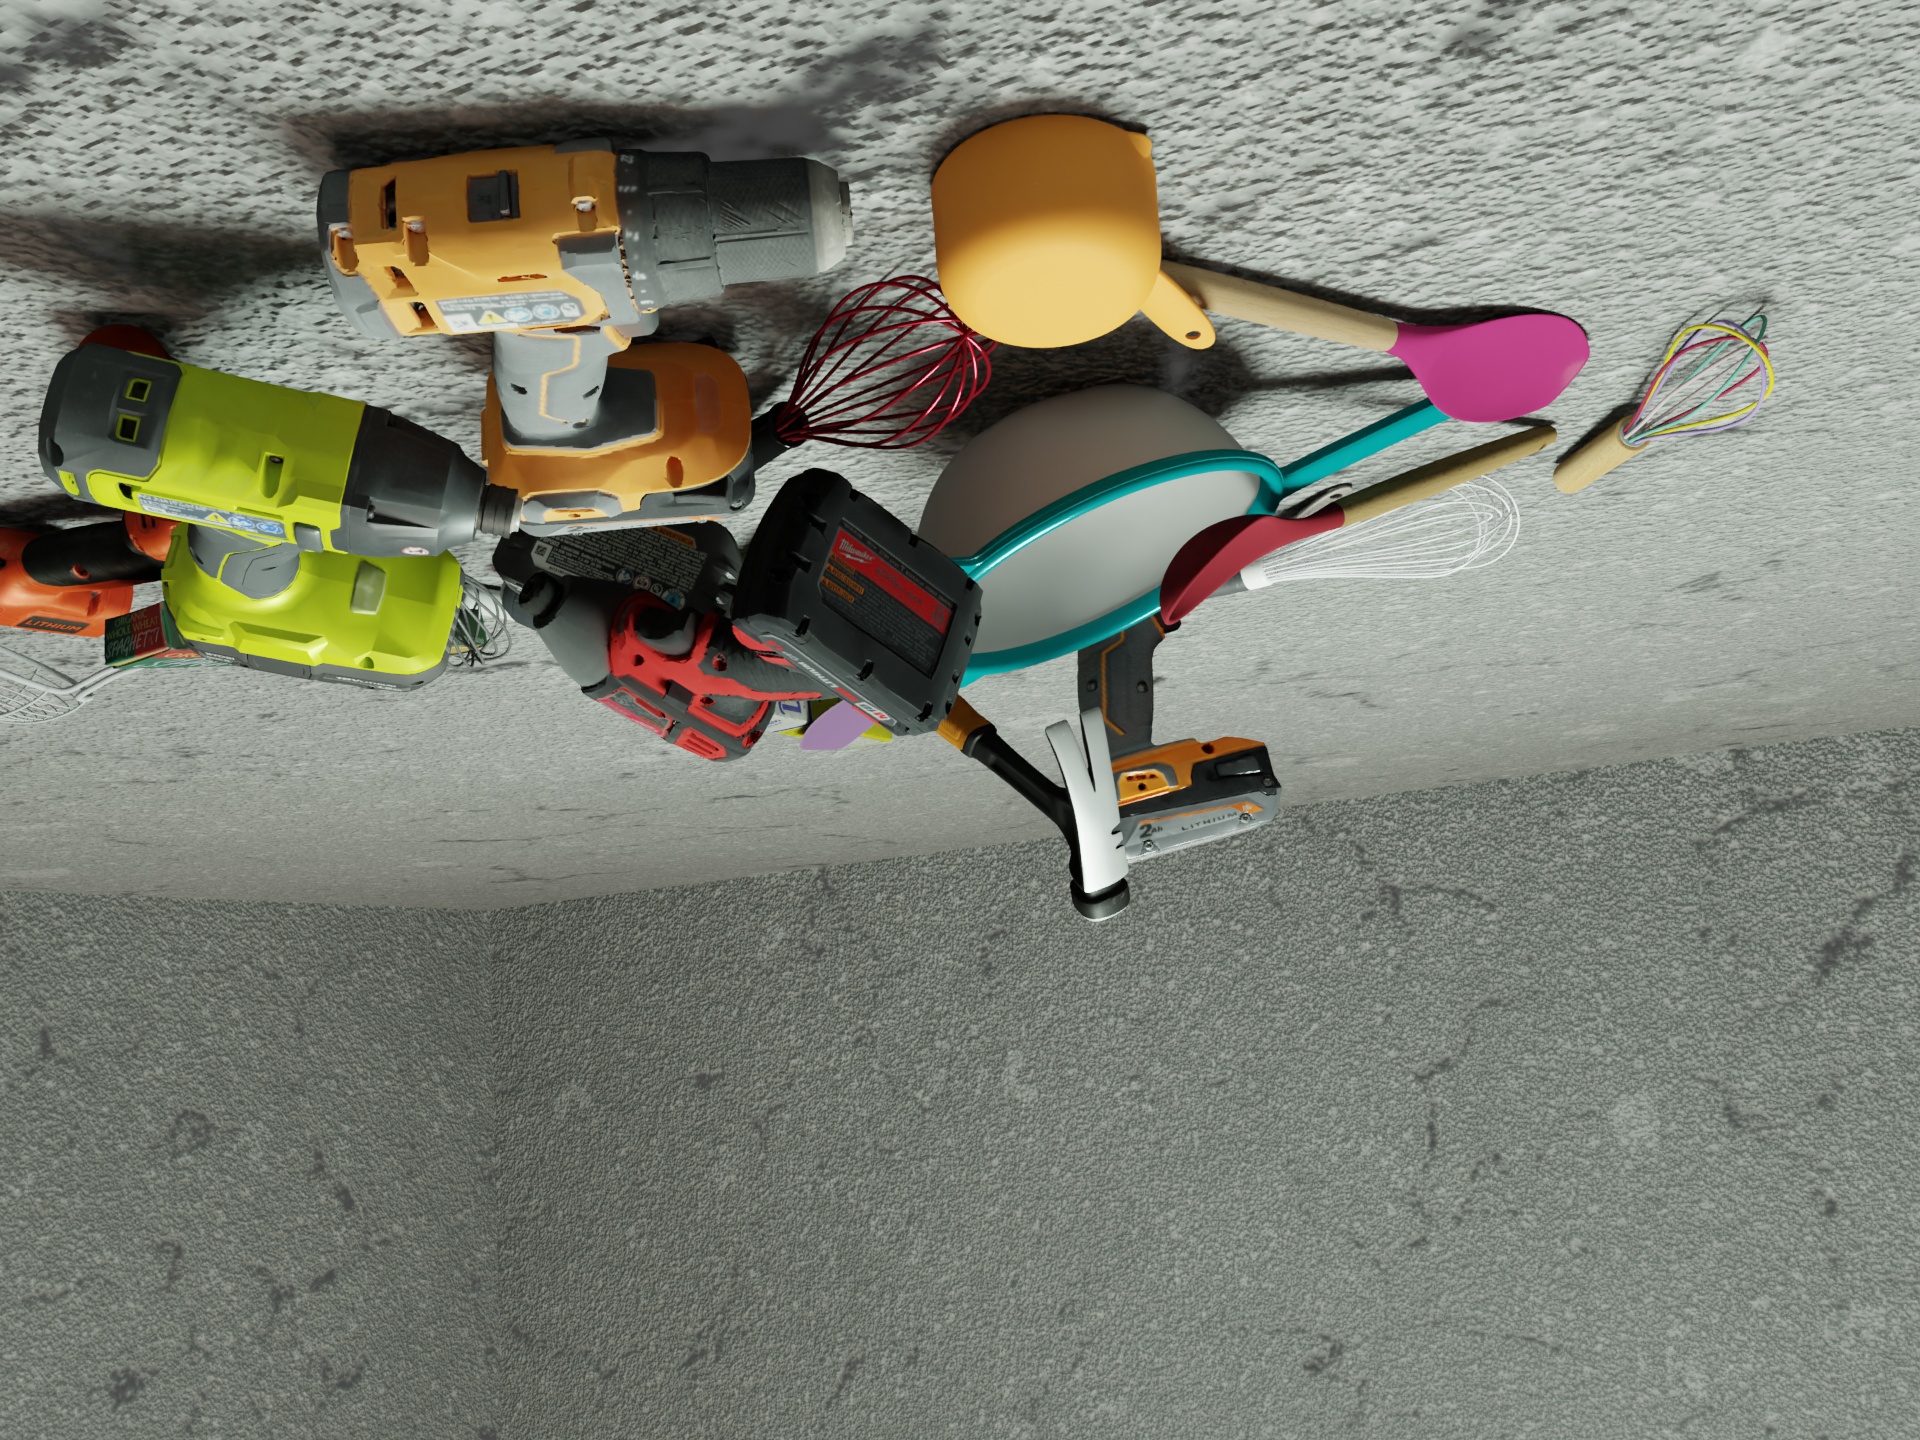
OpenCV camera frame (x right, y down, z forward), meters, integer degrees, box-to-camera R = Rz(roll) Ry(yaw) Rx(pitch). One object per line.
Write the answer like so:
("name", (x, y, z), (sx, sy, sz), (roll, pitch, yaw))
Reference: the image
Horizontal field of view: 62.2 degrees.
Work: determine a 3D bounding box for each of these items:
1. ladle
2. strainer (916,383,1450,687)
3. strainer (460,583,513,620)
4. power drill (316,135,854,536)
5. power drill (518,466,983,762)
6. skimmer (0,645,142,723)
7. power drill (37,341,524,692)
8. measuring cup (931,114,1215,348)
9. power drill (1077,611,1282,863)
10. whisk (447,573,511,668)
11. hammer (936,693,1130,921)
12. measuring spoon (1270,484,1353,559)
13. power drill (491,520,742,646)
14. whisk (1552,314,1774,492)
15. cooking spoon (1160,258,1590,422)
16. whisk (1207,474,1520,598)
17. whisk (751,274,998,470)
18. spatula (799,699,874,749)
("ladle", (0.223, -0.119, 0.867), (0.315, 0.031, 0.069), (-22, 158, -29))
("strainer", (0.114, -0.140, 0.846), (0.340, 0.095, 0.211), (-25, 164, -3))
("strainer", (-0.262, -0.068, 1.156), (0.258, 0.050, 0.087), (10, 146, -43))
("power drill", (-0.132, -0.155, 0.650), (0.185, 0.084, 0.226), (-6, 165, -2))
("power drill", (-0.108, -0.041, 0.756), (0.143, 0.079, 0.220), (35, 151, -33))
("skimmer", (-0.514, -0.075, 1.036), (0.363, 0.090, 0.127), (-16, 168, 5))
("power drill", (-0.284, -0.080, 0.701), (0.171, 0.080, 0.223), (11, 164, -15))
("measuring cup", (0.059, -0.170, 0.639), (0.095, 0.052, 0.173), (-16, 155, 34))
("power drill", (0.120, -0.036, 0.969), (0.164, 0.226, 0.084), (-15, 171, -1))
("whisk", (-0.310, -0.091, 0.921), (0.055, 0.055, 0.238), (-4, 157, -2))
("hammer", (-0.002, -0.003, 0.995), (0.034, 0.127, 0.337), (-23, -149, -20))
("measuring spoon", (0.225, -0.136, 1.077), (0.034, 0.018, 0.124), (4, 160, -24))
("power drill", (-0.207, -0.071, 0.972), (0.190, 0.080, 0.228), (22, 167, 1))
("whisk", (0.387, -0.172, 0.896), (0.047, 0.051, 0.245), (16, 173, 1))
("cooking spoon", (0.183, -0.187, 0.751), (0.318, 0.017, 0.068), (3, 138, -31))
("whisk", (0.227, -0.108, 1.056), (0.284, 0.070, 0.070), (-12, 167, 34))
("whisk", (-0.074, -0.147, 0.766), (0.073, 0.073, 0.296), (2, 173, -33))
("spatula", (-0.019, -0.053, 1.132), (0.059, 0.018, 0.316), (1, 150, -43))
